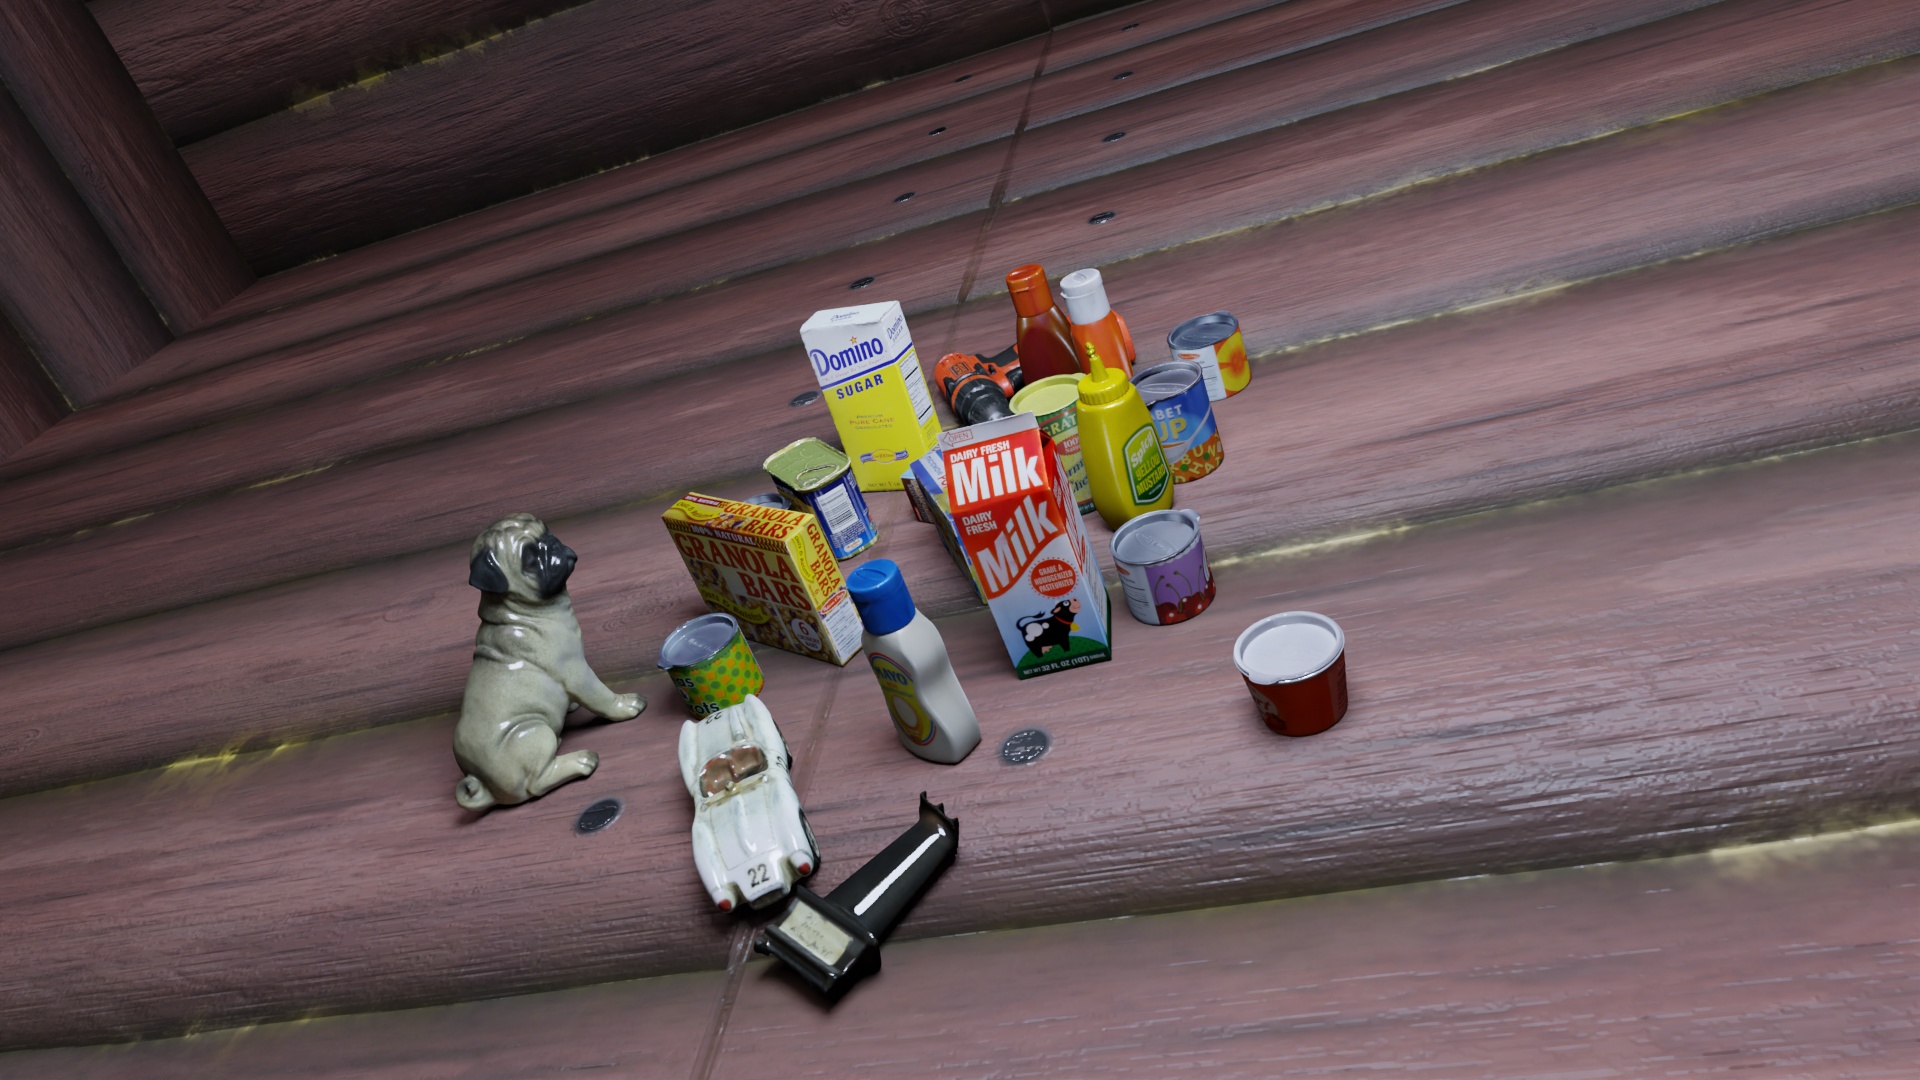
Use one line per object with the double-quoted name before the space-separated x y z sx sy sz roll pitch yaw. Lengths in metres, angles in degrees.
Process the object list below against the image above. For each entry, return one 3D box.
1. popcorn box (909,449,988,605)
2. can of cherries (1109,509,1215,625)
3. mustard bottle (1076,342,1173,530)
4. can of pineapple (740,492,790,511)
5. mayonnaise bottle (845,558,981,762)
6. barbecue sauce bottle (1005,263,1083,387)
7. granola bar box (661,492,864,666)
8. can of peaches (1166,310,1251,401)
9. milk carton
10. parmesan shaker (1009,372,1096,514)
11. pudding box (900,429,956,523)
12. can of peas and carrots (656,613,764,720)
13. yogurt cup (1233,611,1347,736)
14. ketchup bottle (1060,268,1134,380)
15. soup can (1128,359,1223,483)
"popcorn box" 0.004 -0.014 1.135 0.038 0.085 0.127 -25 29 -6
"can of cherries" 0.150 0.019 1.012 0.071 0.058 0.072 -16 29 9
"mustard bottle" 0.123 -0.083 1.096 0.049 0.159 0.065 12 43 45
"can of pineapple" -0.177 -0.002 1.260 0.071 0.057 0.071 -16 29 9
"mayonnaise bottle" -0.035 0.082 0.936 0.065 0.147 0.041 11 42 44
"barbecue sauce bottle" 0.081 -0.185 1.306 0.065 0.148 0.044 -8 32 23
"granola bar box" -0.159 0.029 1.129 0.165 0.123 0.039 10 42 43
"can of peaches" 0.230 -0.169 1.274 0.071 0.057 0.071 -16 29 9
"milk carton" 0.047 -0.002 0.980 0.072 0.189 0.074 -14 30 14
"parmesan shaker" 0.090 -0.080 1.171 0.071 0.102 0.071 -16 29 10
"pudding box" -0.013 -0.059 1.257 0.030 0.049 0.084 6 39 40
"can of peas and carrots" -0.198 0.102 1.100 0.071 0.058 0.071 -16 29 9
"yogurt cup" 0.210 0.085 0.868 0.072 0.053 0.073 -16 29 9
"ketchup bottle" 0.127 -0.170 1.250 0.043 0.148 0.065 -24 29 -5
"soup can" 0.178 -0.097 1.162 0.071 0.083 0.072 -16 29 10
